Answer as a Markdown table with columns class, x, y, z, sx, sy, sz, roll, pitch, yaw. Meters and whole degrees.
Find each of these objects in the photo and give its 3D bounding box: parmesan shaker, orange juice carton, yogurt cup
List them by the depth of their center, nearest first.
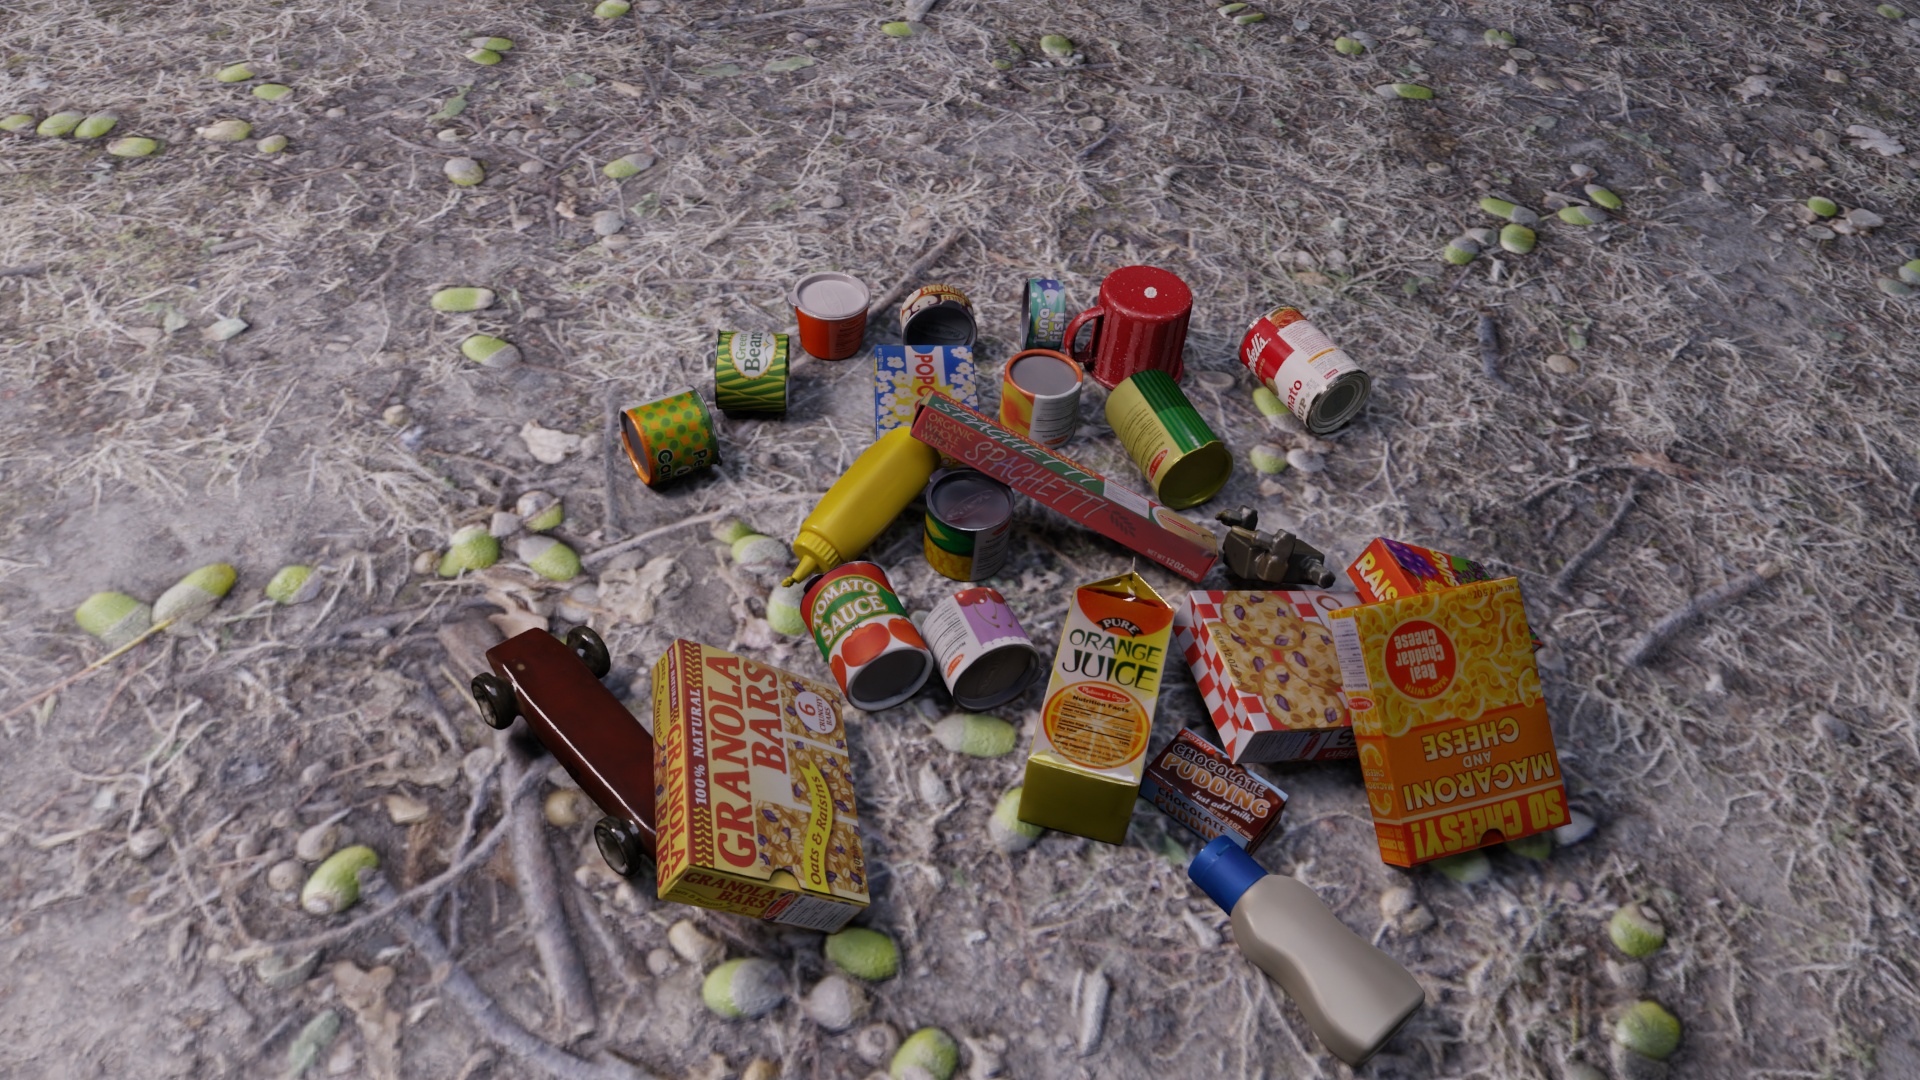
| class | x | y | z | sx | sy | sz | roll | pitch | yaw |
| --- | --- | --- | --- | --- | --- | --- | --- | --- | --- |
| orange juice carton | 0.097 | 0.100 | 0.940 | 0.073 | 0.071 | 0.194 | 13 | 46 | 7 |
| parmesan shaker | 0.170 | -0.086 | 1.130 | 0.071 | 0.071 | 0.103 | -12 | 48 | -17 |
| yogurt cup | -0.113 | -0.196 | 1.222 | 0.072 | 0.053 | 0.073 | 3 | 46 | -3 |

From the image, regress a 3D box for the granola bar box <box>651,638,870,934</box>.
| class | x | y | z | sx | sy | sz | roll | pitch | yaw |
| --- | --- | --- | --- | --- | --- | --- | --- | --- | --- |
| granola bar box | -0.125 | 0.148 | 0.852 | 0.124 | 0.039 | 0.166 | 22 | 36 | -33 |

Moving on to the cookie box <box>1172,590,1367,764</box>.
| class | x | y | z | sx | sy | sz | roll | pitch | yaw |
| --- | --- | --- | --- | --- | --- | --- | --- | --- | --- |
| cookie box | 0.246 | 0.091 | 0.964 | 0.168 | 0.040 | 0.123 | 1 | 45 | -21 |

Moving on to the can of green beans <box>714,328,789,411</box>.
| class | x | y | z | sx | sy | sz | roll | pitch | yaw |
| --- | --- | --- | --- | --- | --- | --- | --- | --- | --- |
| can of green beans | -0.172 | -0.140 | 1.153 | 0.058 | 0.070 | 0.071 | 2 | 46 | -4 |

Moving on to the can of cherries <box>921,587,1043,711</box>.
| class | x | y | z | sx | sy | sz | roll | pitch | yaw |
| --- | --- | --- | --- | --- | --- | --- | --- | --- | --- |
| can of cherries | 0.015 | 0.075 | 0.963 | 0.072 | 0.071 | 0.058 | -16 | 48 | -20 |

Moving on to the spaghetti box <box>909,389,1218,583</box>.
| class | x | y | z | sx | sy | sz | roll | pitch | yaw |
| --- | --- | --- | --- | --- | --- | --- | --- | --- | --- |
| spaghetti box | 0.078 | -0.043 | 1.050 | 0.250 | 0.028 | 0.050 | 27 | 21 | -3 |

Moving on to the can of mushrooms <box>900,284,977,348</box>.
| class | x | y | z | sx | sy | sz | roll | pitch | yaw |
| --- | --- | --- | --- | --- | --- | --- | --- | --- | --- |
| can of mushrooms | -0.018 | -0.190 | 1.214 | 0.071 | 0.070 | 0.033 | -1 | 44 | -7 |

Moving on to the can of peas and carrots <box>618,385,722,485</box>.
| class | x | y | z | sx | sy | sz | roll | pitch | yaw |
| --- | --- | --- | --- | --- | --- | --- | --- | --- | --- |
| can of peas and carrots | -0.228 | -0.080 | 1.090 | 0.059 | 0.070 | 0.071 | -21 | 51 | -23 |

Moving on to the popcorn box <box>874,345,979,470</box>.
| class | x | y | z | sx | sy | sz | roll | pitch | yaw |
| --- | --- | --- | --- | --- | --- | --- | --- | --- | --- |
| popcorn box | -0.029 | -0.110 | 1.157 | 0.085 | 0.038 | 0.127 | -1 | 46 | -5 |

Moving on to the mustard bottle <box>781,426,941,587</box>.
| class | x | y | z | sx | sy | sz | roll | pitch | yaw |
| --- | --- | --- | --- | --- | --- | --- | --- | --- | --- |
| mustard bottle | -0.081 | -0.019 | 1.047 | 0.048 | 0.065 | 0.161 | 48 | 65 | -17 |

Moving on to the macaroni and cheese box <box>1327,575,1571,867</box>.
| class | x | y | z | sx | sy | sz | roll | pitch | yaw |
| --- | --- | --- | --- | --- | --- | --- | --- | --- | --- |
| macaroni and cheese box | 0.319 | 0.116 | 0.905 | 0.124 | 0.040 | 0.166 | -10 | 85 | -15 |

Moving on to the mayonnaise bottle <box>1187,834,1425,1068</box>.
| class | x | y | z | sx | sy | sz | roll | pitch | yaw |
| --- | --- | --- | --- | --- | --- | --- | --- | --- | --- |
| mayonnaise bottle | 0.202 | 0.240 | 0.836 | 0.065 | 0.041 | 0.148 | -28 | 53 | -29 |

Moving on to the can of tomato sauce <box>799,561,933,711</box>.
| class | x | y | z | sx | sy | sz | roll | pitch | yaw |
| --- | --- | --- | --- | --- | --- | --- | --- | --- | --- |
| can of tomato sauce | -0.066 | 0.065 | 0.960 | 0.071 | 0.070 | 0.083 | -17 | 50 | -21 |

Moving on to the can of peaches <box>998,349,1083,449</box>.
| class | x | y | z | sx | sy | sz | roll | pitch | yaw |
| --- | --- | --- | --- | --- | --- | --- | --- | --- | --- |
| can of peaches | 0.065 | -0.120 | 1.162 | 0.071 | 0.057 | 0.071 | 3 | 46 | -3 |

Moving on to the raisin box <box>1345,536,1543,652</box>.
| class | x | y | z | sx | sy | sz | roll | pitch | yaw |
| --- | --- | --- | --- | --- | --- | --- | --- | --- | --- |
| raisin box | 0.350 | 0.048 | 1.004 | 0.123 | 0.040 | 0.086 | 11 | 39 | -33 |

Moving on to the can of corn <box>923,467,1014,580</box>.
| class | x | y | z | sx | sy | sz | roll | pitch | yaw |
| --- | --- | --- | --- | --- | --- | --- | --- | --- | --- |
| can of corn | 0.004 | -0.013 | 1.051 | 0.071 | 0.058 | 0.071 | 3 | 46 | -3 |

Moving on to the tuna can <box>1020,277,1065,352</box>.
| class | x | y | z | sx | sy | sz | roll | pitch | yaw |
| --- | --- | --- | --- | --- | --- | --- | --- | --- | --- |
| tuna can | 0.073 | -0.199 | 1.233 | 0.033 | 0.070 | 0.071 | 2 | 46 | -4 |

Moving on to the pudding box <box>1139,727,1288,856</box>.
| class | x | y | z | sx | sy | sz | roll | pitch | yaw |
| --- | --- | --- | --- | --- | --- | --- | --- | --- | --- |
| pudding box | 0.166 | 0.167 | 0.911 | 0.084 | 0.030 | 0.050 | 34 | 51 | 25 |
